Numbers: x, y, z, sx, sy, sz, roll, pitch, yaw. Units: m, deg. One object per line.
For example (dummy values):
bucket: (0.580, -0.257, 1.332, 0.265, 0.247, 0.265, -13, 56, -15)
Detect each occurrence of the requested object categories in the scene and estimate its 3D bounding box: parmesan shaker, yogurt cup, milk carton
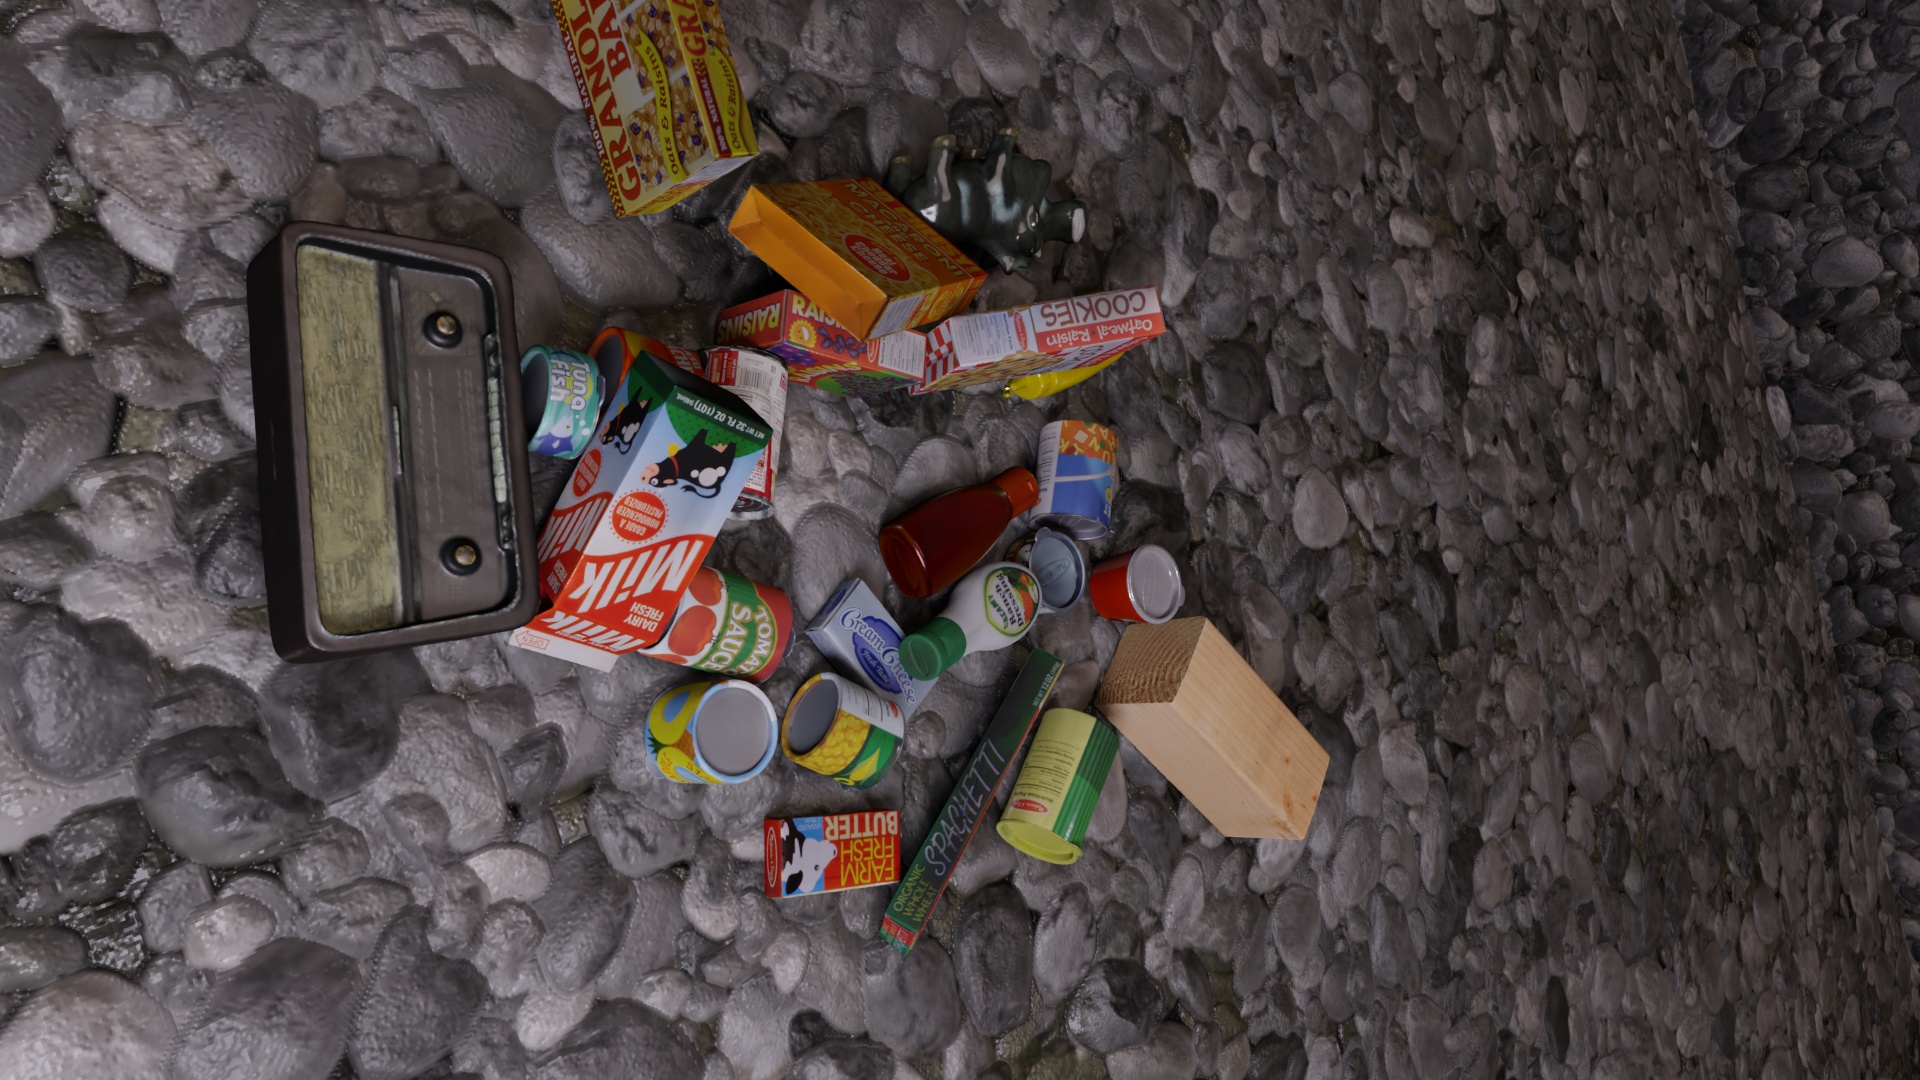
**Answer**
parmesan shaker: (0.080, 0.192, 1.085, 0.071, 0.071, 0.103, 44, 56, -28)
yogurt cup: (0.147, 0.039, 1.186, 0.072, 0.054, 0.072, 9, 76, -41)
milk carton: (-0.198, -0.009, 0.838, 0.072, 0.073, 0.190, 24, 99, -37)

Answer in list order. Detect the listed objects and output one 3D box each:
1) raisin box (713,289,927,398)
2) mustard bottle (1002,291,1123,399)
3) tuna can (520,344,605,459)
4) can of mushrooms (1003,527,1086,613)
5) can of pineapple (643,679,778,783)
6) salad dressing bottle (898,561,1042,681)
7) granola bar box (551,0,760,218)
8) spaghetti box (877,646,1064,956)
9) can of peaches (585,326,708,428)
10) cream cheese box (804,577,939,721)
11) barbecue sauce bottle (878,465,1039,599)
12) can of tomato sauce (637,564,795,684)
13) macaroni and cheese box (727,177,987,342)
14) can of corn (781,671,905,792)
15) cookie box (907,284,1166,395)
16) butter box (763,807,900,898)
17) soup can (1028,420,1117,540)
raisin box: (-0.098, -0.135, 0.973, 0.123, 0.086, 0.040, 12, 79, -41)
mustard bottle: (0.081, -0.157, 1.165, 0.161, 0.048, 0.065, -37, 109, -39)
tuna can: (-0.245, -0.085, 0.840, 0.033, 0.071, 0.071, 9, 76, -40)
can of mushrooms: (0.068, 0.025, 1.130, 0.071, 0.033, 0.071, 8, 77, -41)
can of pineapple: (-0.160, 0.124, 0.888, 0.071, 0.057, 0.071, 9, 77, -41)
salad dressing bottle: (0.008, 0.061, 1.043, 0.148, 0.044, 0.064, -31, 99, -53)
granola bar box: (-0.198, -0.305, 0.887, 0.039, 0.124, 0.165, -20, 96, -43)
spaghetti box: (0.011, 0.188, 1.034, 0.029, 0.050, 0.251, 28, 57, 7)
can of peaches: (-0.203, -0.099, 0.882, 0.058, 0.071, 0.071, 15, 73, -39)
cream cheese box: (-0.063, 0.083, 1.006, 0.103, 0.024, 0.054, 53, 50, -22)
barbecue sauce bottle: (0.004, -0.013, 1.073, 0.149, 0.043, 0.064, -34, 105, -41)
can of tomato sauce: (-0.159, 0.052, 0.894, 0.083, 0.071, 0.071, 21, 69, -38)
macaroni and cheese box: (-0.067, -0.201, 0.974, 0.124, 0.040, 0.167, 41, 27, 9)
can of corn: (-0.082, 0.132, 0.954, 0.058, 0.071, 0.071, 32, 62, -34)
cookie box: (0.053, -0.151, 1.051, 0.168, 0.123, 0.040, -12, 90, -20)
butter box: (-0.088, 0.215, 0.960, 0.104, 0.024, 0.053, 4, 80, -41)
soup can: (0.096, -0.048, 1.146, 0.071, 0.071, 0.084, 22, 68, -38)
